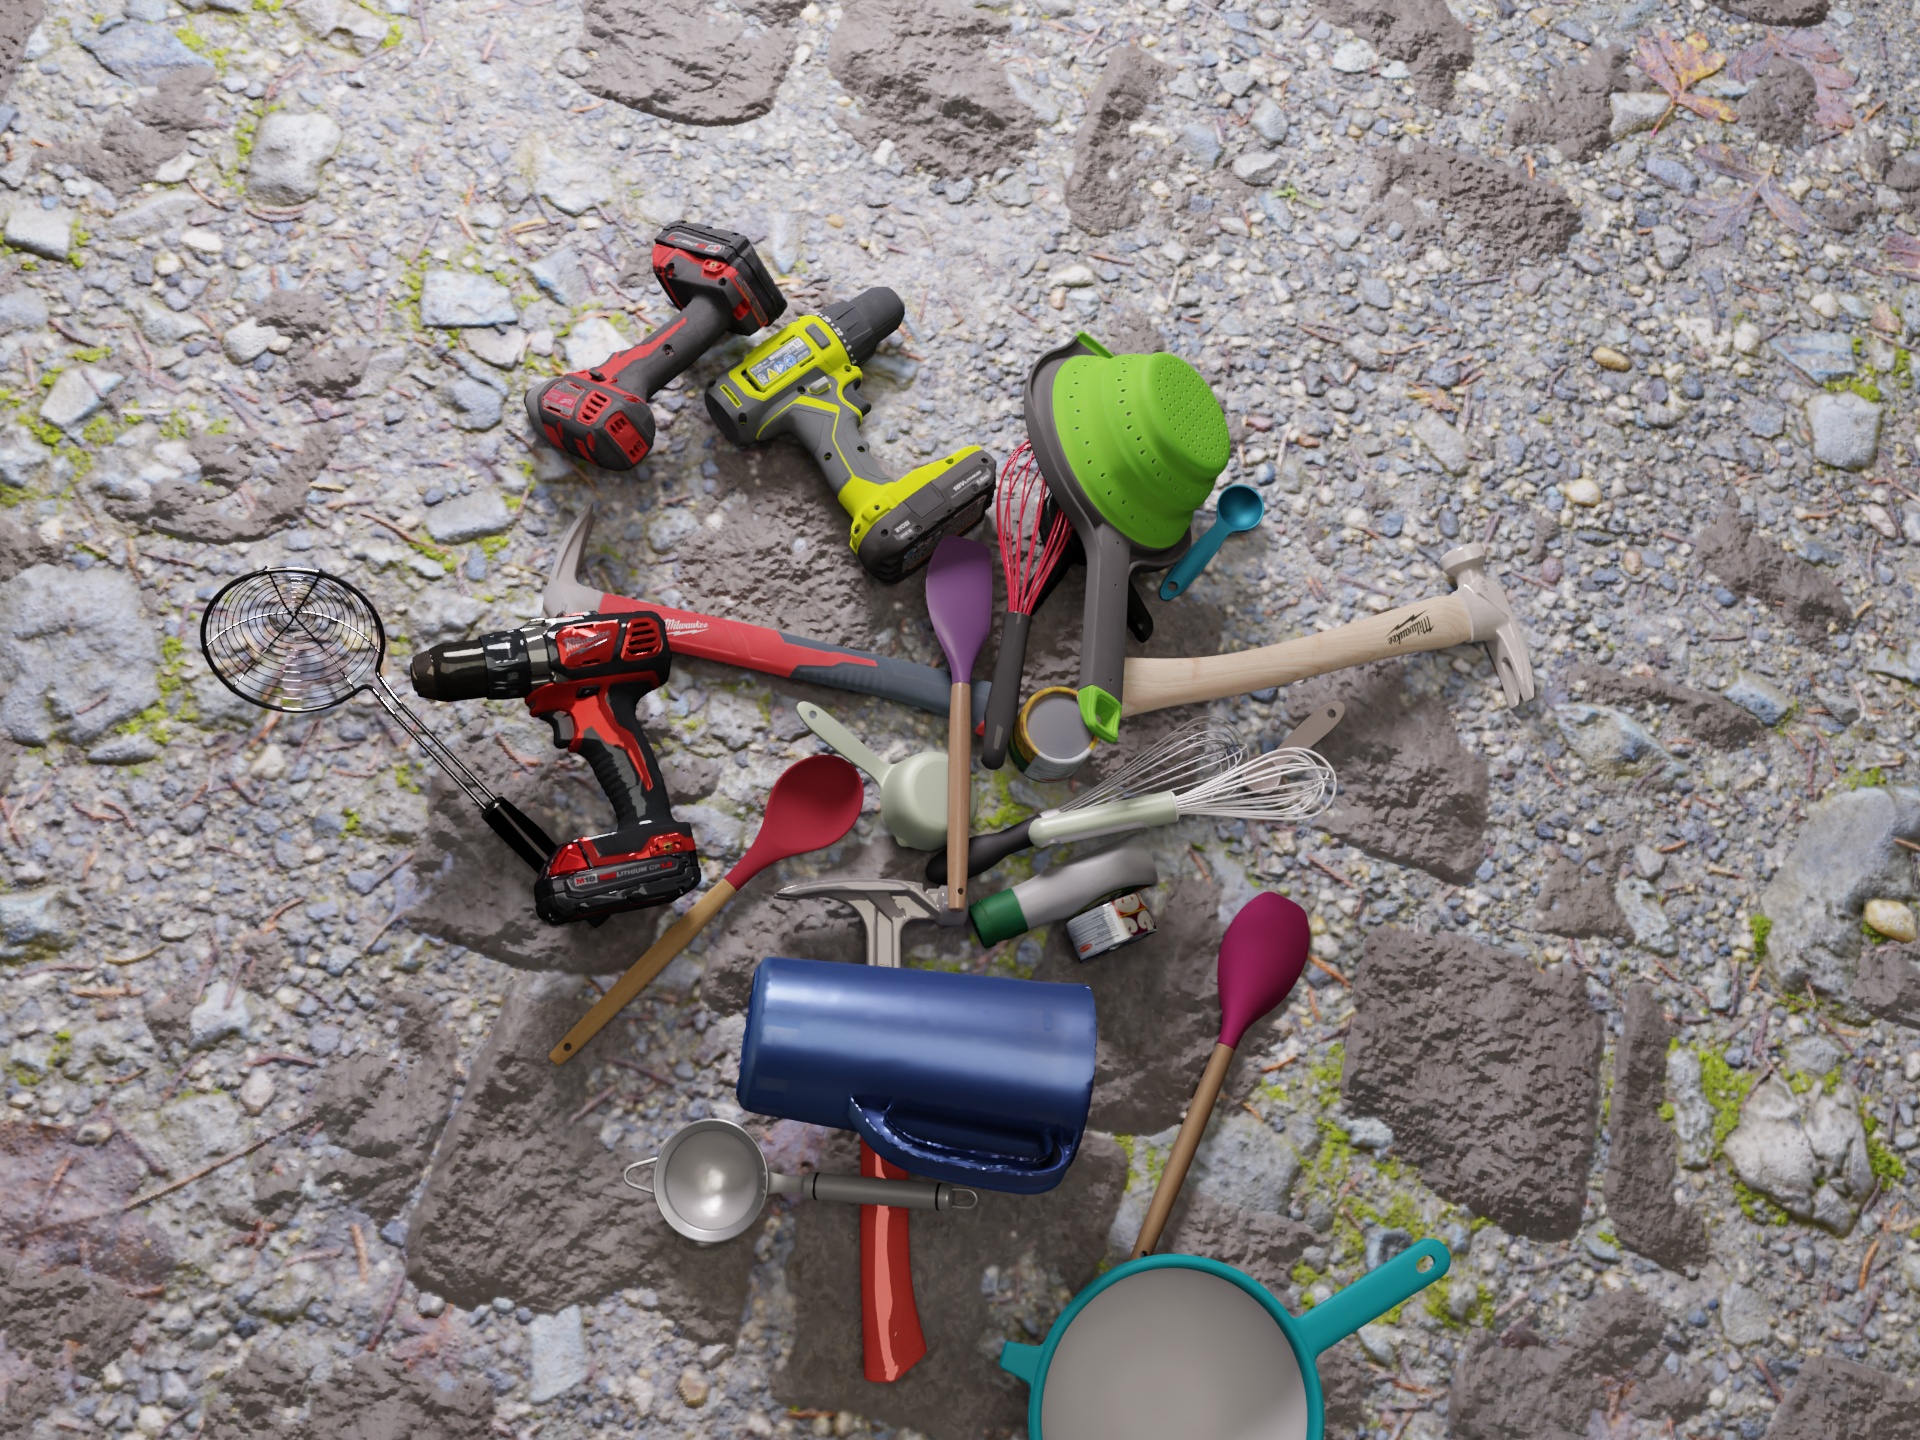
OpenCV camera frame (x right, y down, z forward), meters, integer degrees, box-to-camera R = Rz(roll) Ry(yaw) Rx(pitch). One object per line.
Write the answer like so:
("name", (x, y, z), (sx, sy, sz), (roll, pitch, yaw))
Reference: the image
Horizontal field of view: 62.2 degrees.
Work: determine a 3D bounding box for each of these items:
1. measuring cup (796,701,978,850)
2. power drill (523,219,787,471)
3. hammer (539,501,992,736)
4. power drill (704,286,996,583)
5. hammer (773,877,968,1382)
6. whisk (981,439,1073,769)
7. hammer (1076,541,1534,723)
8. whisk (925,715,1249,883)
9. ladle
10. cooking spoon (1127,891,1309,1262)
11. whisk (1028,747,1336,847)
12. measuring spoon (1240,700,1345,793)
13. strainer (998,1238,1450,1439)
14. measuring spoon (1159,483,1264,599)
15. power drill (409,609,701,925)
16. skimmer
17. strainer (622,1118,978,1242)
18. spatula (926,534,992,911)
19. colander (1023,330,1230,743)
("measuring cup", (-0.056, 0.034, 1.241), (0.167, 0.038, 0.083), (39, 58, -15))
("power drill", (-0.259, -0.304, 1.304), (0.143, 0.078, 0.220), (25, 70, 40))
("hammer", (-0.140, -0.068, 1.287), (0.386, 0.038, 0.143), (12, 70, -4))
("power drill", (-0.075, -0.247, 1.331), (0.190, 0.080, 0.228), (-38, 79, -16))
("hammer", (-0.066, 0.297, 1.180), (0.149, 0.036, 0.359), (2, 75, -12))
("whisk", (0.049, -0.101, 1.281), (0.073, 0.073, 0.296), (12, 73, -5))
("hammer", (0.289, -0.044, 1.313), (0.410, 0.038, 0.146), (-13, 76, -21))
("whisk", (0.103, 0.069, 1.275), (0.284, 0.070, 0.070), (-21, 78, -10))
("ladle", (-0.194, 0.146, 1.220), (0.069, 0.031, 0.315), (44, 74, 4))
("cooking spoon", (0.198, 0.279, 1.241), (0.069, 0.017, 0.319), (26, 71, 1))
("whisk", (0.173, 0.066, 1.238), (0.246, 0.057, 0.059), (-11, 72, -4))
("measuring spoon", (0.279, 0.022, 1.336), (0.124, 0.018, 0.034), (-37, 81, -23))
("strainer", (0.198, 0.462, 1.148), (0.340, 0.095, 0.211), (-24, 81, -17))
("measuring spoon", (0.214, -0.151, 1.378), (0.042, 0.021, 0.128), (41, 81, 4))
("power drill", (-0.293, 0.032, 1.171), (0.188, 0.080, 0.227), (-9, 80, -23))
("skimmer", (-0.407, 0.030, 1.191), (0.363, 0.090, 0.127), (44, 105, 3))
("strainer", (-0.113, 0.333, 1.136), (0.258, 0.050, 0.087), (1, 80, 14))
("spatula", (-0.002, -0.004, 1.253), (0.059, 0.018, 0.316), (10, 67, -23))
("colander", (0.145, -0.164, 1.250), (0.204, 0.094, 0.397), (32, 48, -33))
